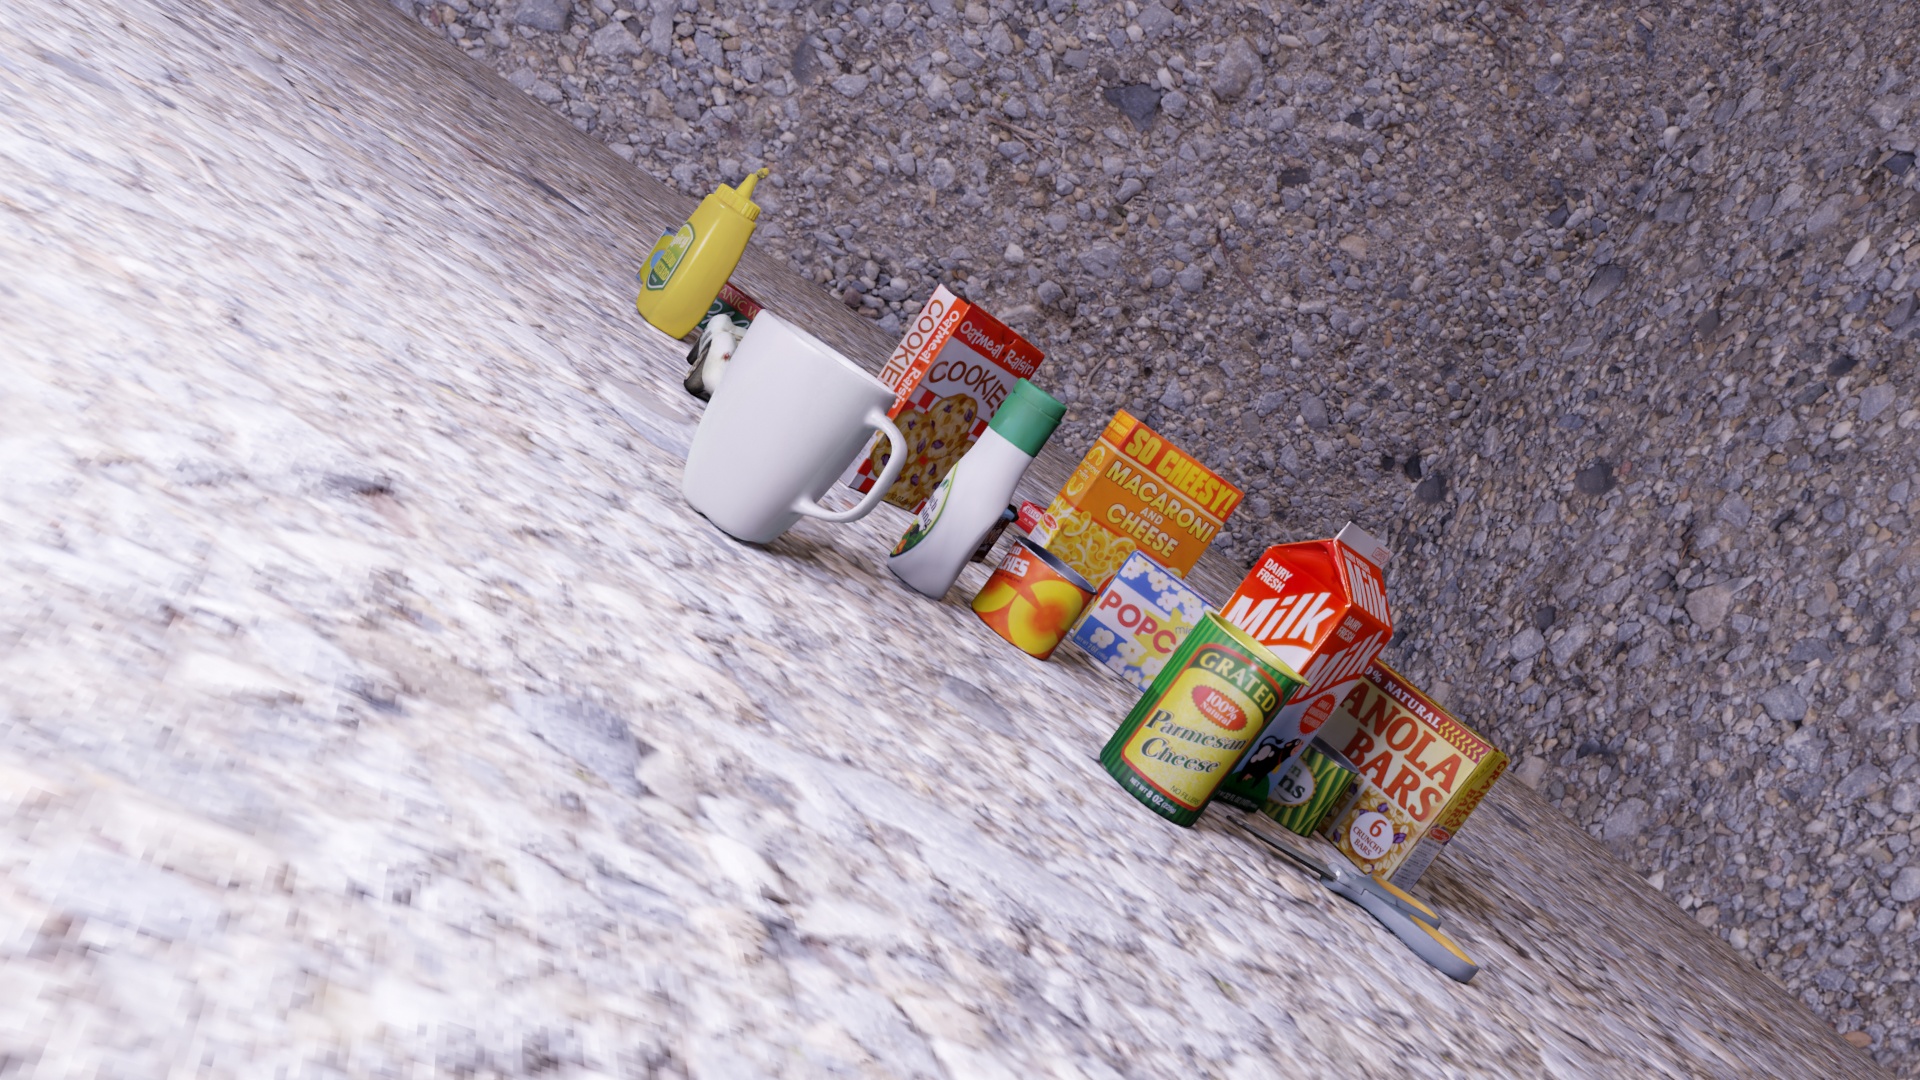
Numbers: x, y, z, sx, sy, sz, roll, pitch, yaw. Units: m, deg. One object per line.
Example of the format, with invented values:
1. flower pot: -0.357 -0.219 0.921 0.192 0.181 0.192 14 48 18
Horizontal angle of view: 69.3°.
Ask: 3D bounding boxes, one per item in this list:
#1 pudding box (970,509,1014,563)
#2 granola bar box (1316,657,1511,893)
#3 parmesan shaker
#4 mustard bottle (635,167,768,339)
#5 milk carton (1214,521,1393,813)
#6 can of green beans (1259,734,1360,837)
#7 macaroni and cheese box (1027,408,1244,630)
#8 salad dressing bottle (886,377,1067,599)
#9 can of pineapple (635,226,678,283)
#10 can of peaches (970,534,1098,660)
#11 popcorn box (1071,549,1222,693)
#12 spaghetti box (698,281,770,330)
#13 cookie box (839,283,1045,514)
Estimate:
1. pudding box: 0.004 -0.014 1.077 0.030 0.049 0.084 38 9 23
2. granola bar box: 0.291 0.154 1.008 0.039 0.124 0.166 28 11 -43
3. parmesan shaker: 0.135 0.100 0.770 0.071 0.103 0.071 34 8 -5
4. mustard bottle: -0.211 -0.247 1.161 0.049 0.160 0.065 29 10 -37
5. milk carton: 0.206 0.075 0.892 0.072 0.190 0.073 27 12 -47
6. can of green beans: 0.231 0.162 0.958 0.071 0.057 0.071 34 8 -5
7. macaroni and cheese box: 0.130 -0.004 1.118 0.123 0.166 0.040 31 9 -26
8. salad dressing bottle: 0.011 -0.033 0.881 0.044 0.147 0.064 34 8 -10
9. can of pineapple: -0.274 -0.264 1.360 0.071 0.058 0.071 34 8 -5
10. can of peaches: 0.047 0.038 0.932 0.071 0.058 0.071 34 8 -5
11. popcorn box: 0.161 0.077 1.064 0.127 0.085 0.038 36 8 8
12. spaghetti box: -0.161 -0.172 1.316 0.250 0.050 0.029 36 8 5
13. cookie box: -0.019 -0.105 1.095 0.040 0.167 0.123 40 9 32
